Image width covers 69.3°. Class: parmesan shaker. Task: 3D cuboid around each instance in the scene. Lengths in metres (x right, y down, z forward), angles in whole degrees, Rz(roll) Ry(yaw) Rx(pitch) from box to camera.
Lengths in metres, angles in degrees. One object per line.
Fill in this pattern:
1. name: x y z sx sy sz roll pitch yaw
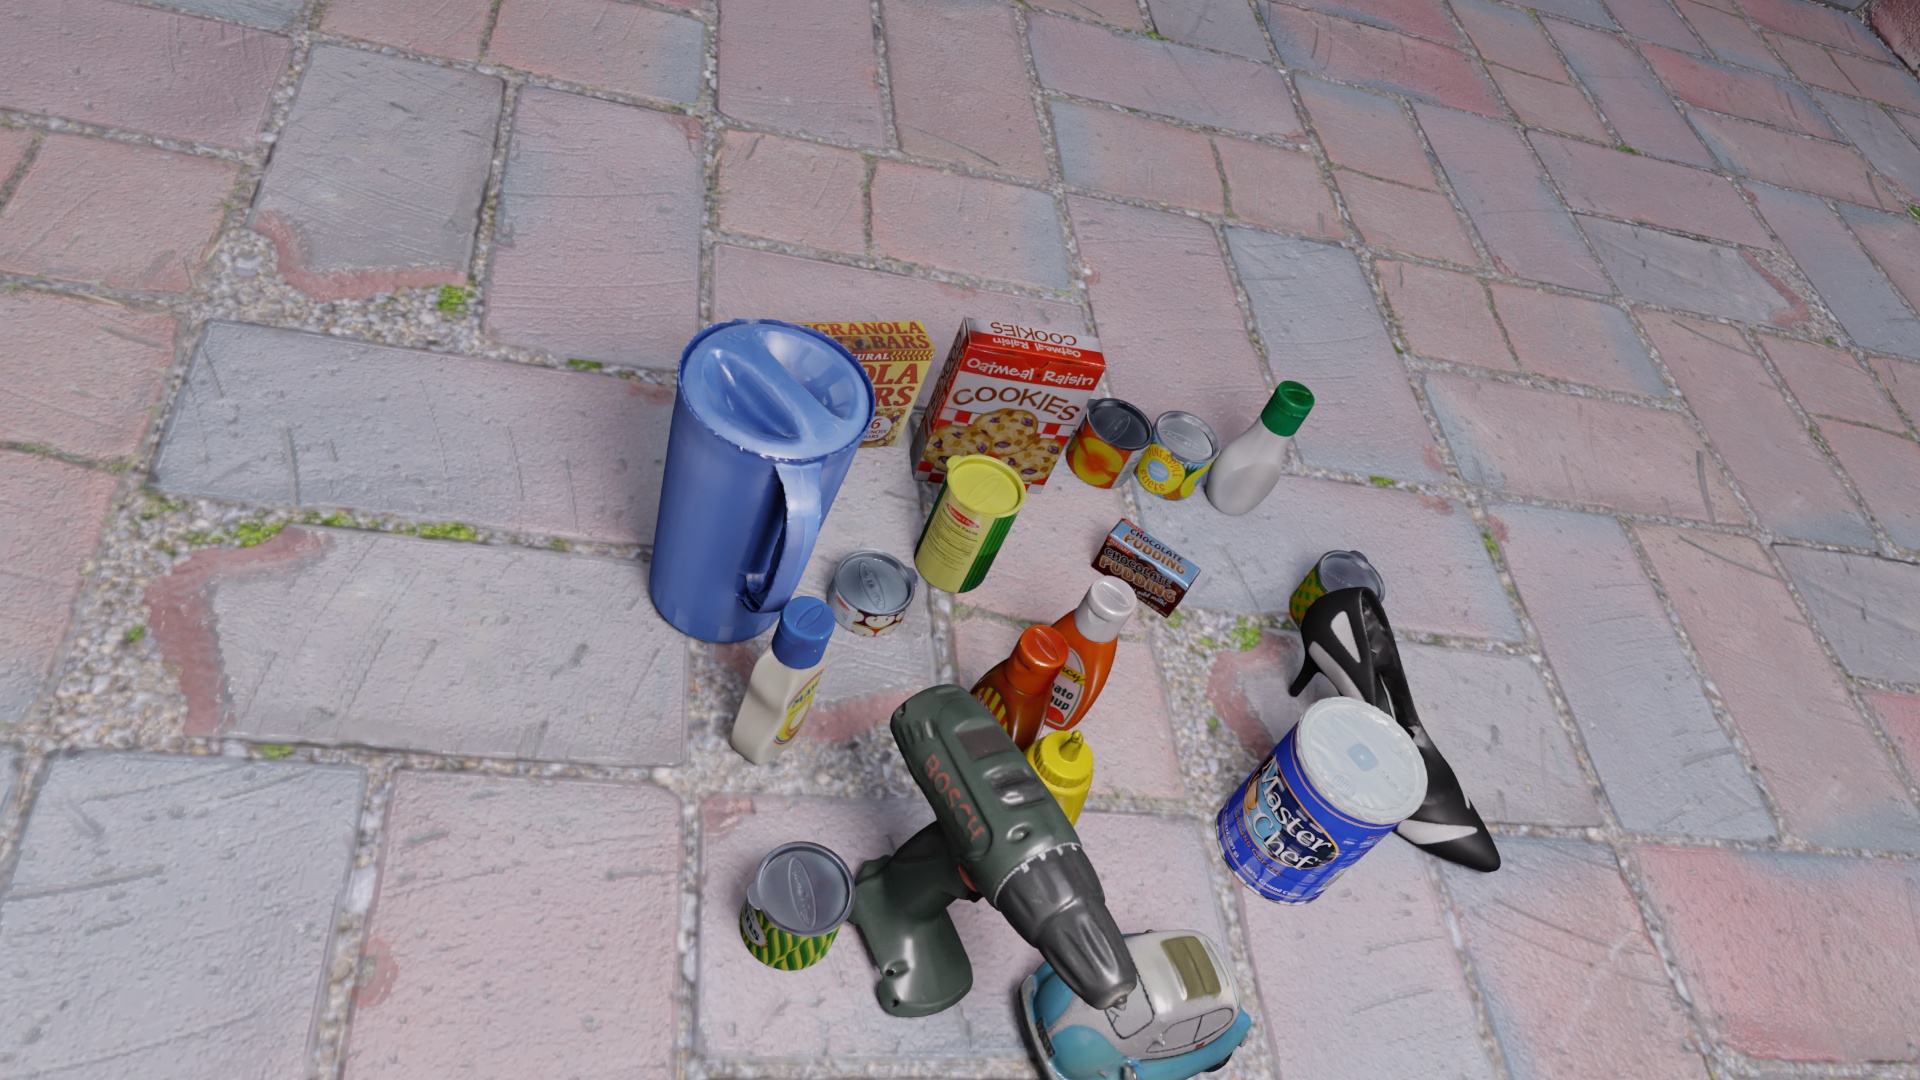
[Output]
1. parmesan shaker: 0.004 -0.014 1.148 0.071 0.102 0.072 12 48 -13

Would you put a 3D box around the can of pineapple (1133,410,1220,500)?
1. can of pineapple: 0.203 -0.079 1.316 0.071 0.057 0.071 12 48 -13

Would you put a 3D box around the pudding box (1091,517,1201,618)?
1. pudding box: 0.162 0.023 1.217 0.084 0.049 0.030 35 47 9

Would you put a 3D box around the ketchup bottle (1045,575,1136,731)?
1. ketchup bottle: 0.091 0.084 1.066 0.065 0.148 0.044 38 48 12

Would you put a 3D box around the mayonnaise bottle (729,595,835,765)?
1. mayonnaise bottle: -0.121 0.096 0.970 0.041 0.147 0.065 37 47 10

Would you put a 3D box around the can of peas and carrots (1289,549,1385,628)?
1. can of peas and carrots: 0.341 0.050 1.261 0.071 0.058 0.071 12 48 -13

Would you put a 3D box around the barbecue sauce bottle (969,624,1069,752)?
1. barbecue sauce bottle: 0.038 0.118 1.016 0.044 0.147 0.065 -18 60 -33

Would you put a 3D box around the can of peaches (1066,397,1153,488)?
1. can of peaches: 0.137 -0.092 1.300 0.071 0.057 0.071 12 48 -13

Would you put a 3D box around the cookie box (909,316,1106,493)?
1. cookie box: 0.038 -0.112 1.202 0.123 0.166 0.040 6 49 -18

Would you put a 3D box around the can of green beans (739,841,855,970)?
1. can of green beans: -0.108 0.241 0.912 0.071 0.057 0.071 12 48 -13

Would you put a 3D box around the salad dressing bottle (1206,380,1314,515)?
1. salad dressing bottle: 0.279 -0.085 1.291 0.064 0.146 0.044 6 49 -18

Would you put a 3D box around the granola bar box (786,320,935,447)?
1. granola bar box: -0.119 -0.131 1.183 0.166 0.123 0.039 -5 54 -26

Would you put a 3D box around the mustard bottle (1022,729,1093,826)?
1. mustard bottle: 0.059 0.175 0.968 0.065 0.159 0.049 32 47 6

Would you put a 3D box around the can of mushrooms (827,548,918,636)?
1. can of mushrooms: -0.070 0.042 1.116 0.071 0.033 0.071 12 48 -13
